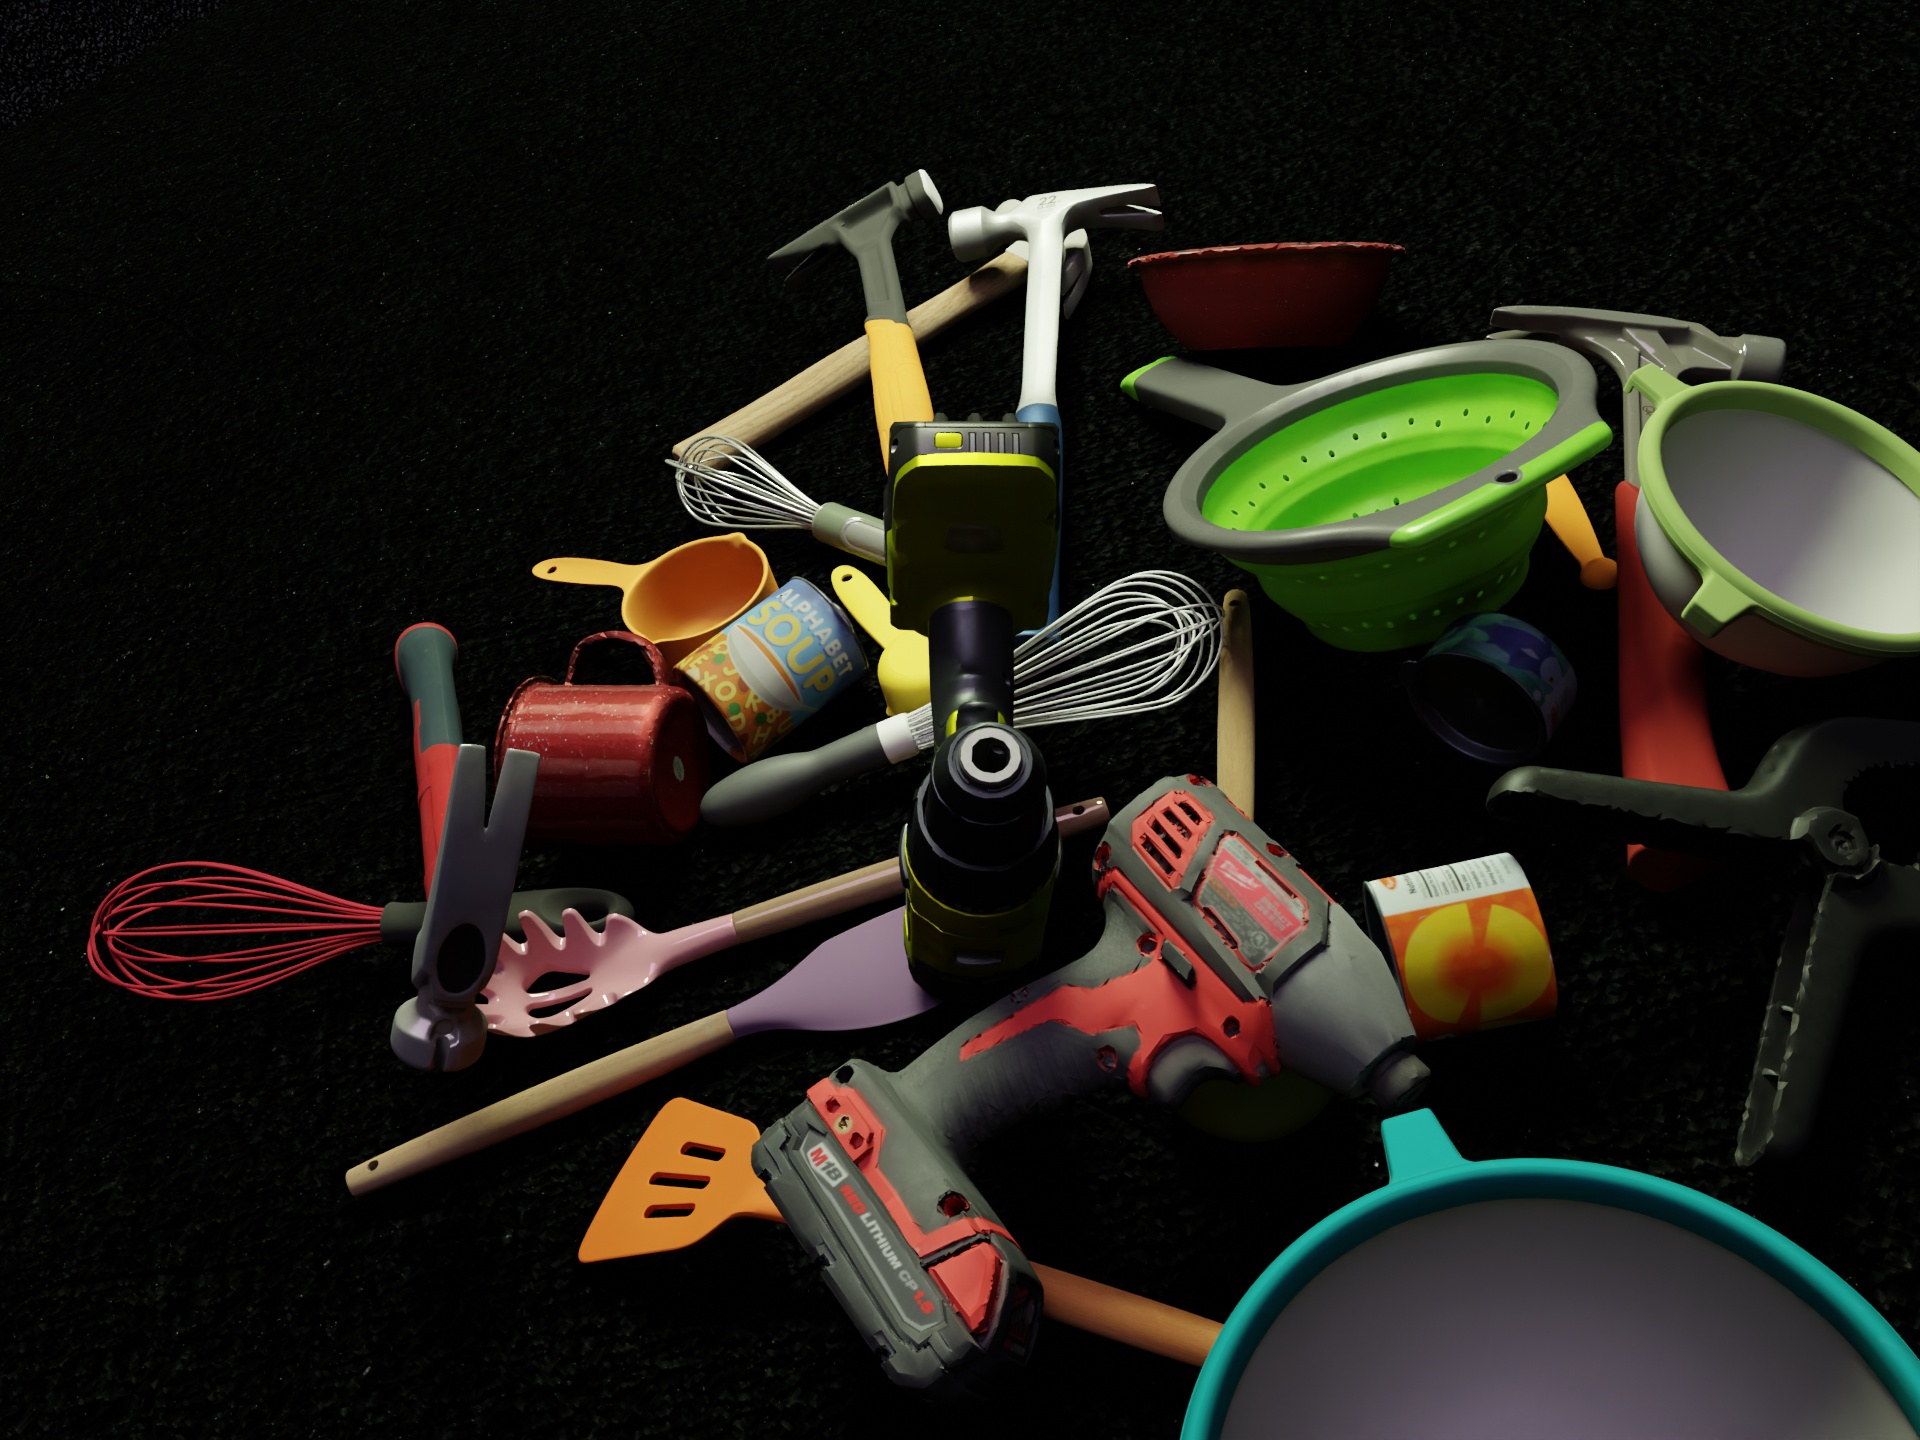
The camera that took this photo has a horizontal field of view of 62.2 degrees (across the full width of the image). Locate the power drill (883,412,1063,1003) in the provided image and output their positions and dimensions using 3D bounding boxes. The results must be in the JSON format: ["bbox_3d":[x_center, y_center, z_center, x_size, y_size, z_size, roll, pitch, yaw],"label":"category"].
[{"bbox_3d":[0.007,-0.014,0.667,0.080,0.190,0.229,0,62,-2],"label":"power drill"}]

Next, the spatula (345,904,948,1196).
[{"bbox_3d":[-0.127,0.150,0.719,0.316,0.018,0.060,-22,46,-2],"label":"spatula"}]

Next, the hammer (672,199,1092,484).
[{"bbox_3d":[-0.049,-0.256,1.091,0.331,0.031,0.130,-34,44,-14],"label":"hammer"}]

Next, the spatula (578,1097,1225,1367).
[{"bbox_3d":[-0.007,0.209,0.611,0.323,0.041,0.081,10,50,24],"label":"spatula"}]

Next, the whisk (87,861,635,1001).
[{"bbox_3d":[-0.307,0.106,0.809,0.296,0.073,0.073,-3,45,9],"label":"whisk"}]

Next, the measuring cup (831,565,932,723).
[{"bbox_3d":[-0.039,-0.055,0.882,0.062,0.029,0.157,-30,45,-10],"label":"measuring cup"}]

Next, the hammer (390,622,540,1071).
[{"bbox_3d":[-0.260,0.010,0.804,0.038,0.143,0.387,9,18,-24],"label":"hammer"}]

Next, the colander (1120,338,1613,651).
[{"bbox_3d":[0.185,-0.125,0.841,0.204,0.094,0.397,-28,25,-7],"label":"colander"}]

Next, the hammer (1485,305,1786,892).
[{"bbox_3d":[0.318,-0.076,0.750,0.149,0.036,0.359,9,51,11],"label":"hammer"}]

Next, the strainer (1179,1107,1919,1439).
[{"bbox_3d":[0.136,0.285,0.427,0.211,0.095,0.340,19,58,38],"label":"strainer"}]

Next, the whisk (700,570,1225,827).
[{"bbox_3d":[-0.001,-0.002,0.802,0.284,0.070,0.070,-21,42,7],"label":"whisk"}]

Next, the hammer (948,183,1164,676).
[{"bbox_3d":[0.052,-0.193,0.954,0.144,0.035,0.406,-7,50,15],"label":"hammer"}]

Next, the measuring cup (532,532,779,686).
[{"bbox_3d":[-0.179,-0.064,0.933,0.174,0.052,0.095,10,51,31],"label":"measuring cup"}]

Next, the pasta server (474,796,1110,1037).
[{"bbox_3d":[-0.082,0.087,0.752,0.316,0.040,0.060,-18,55,1],"label":"pasta server"}]

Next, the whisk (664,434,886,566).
[{"bbox_3d":[-0.087,-0.123,0.961,0.246,0.059,0.058,24,99,32],"label":"whisk"}]

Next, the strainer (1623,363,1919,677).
[{"bbox_3d":[0.396,-0.060,0.678,0.256,0.069,0.152,11,52,-6],"label":"strainer"}]

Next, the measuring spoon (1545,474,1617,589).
[{"bbox_3d":[0.311,-0.107,0.815,0.021,0.011,0.117,-13,43,8],"label":"measuring spoon"}]

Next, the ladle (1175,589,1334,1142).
[{"bbox_3d":[0.126,0.046,0.719,0.078,0.062,0.320,-7,38,15],"label":"ladle"}]

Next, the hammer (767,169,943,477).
[{"bbox_3d":[-0.050,-0.232,1.010,0.127,0.034,0.337,-26,45,14],"label":"hammer"}]

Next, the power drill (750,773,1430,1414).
[{"bbox_3d":[0.050,0.133,0.563,0.219,0.078,0.143,-40,59,-6],"label":"power drill"}]
